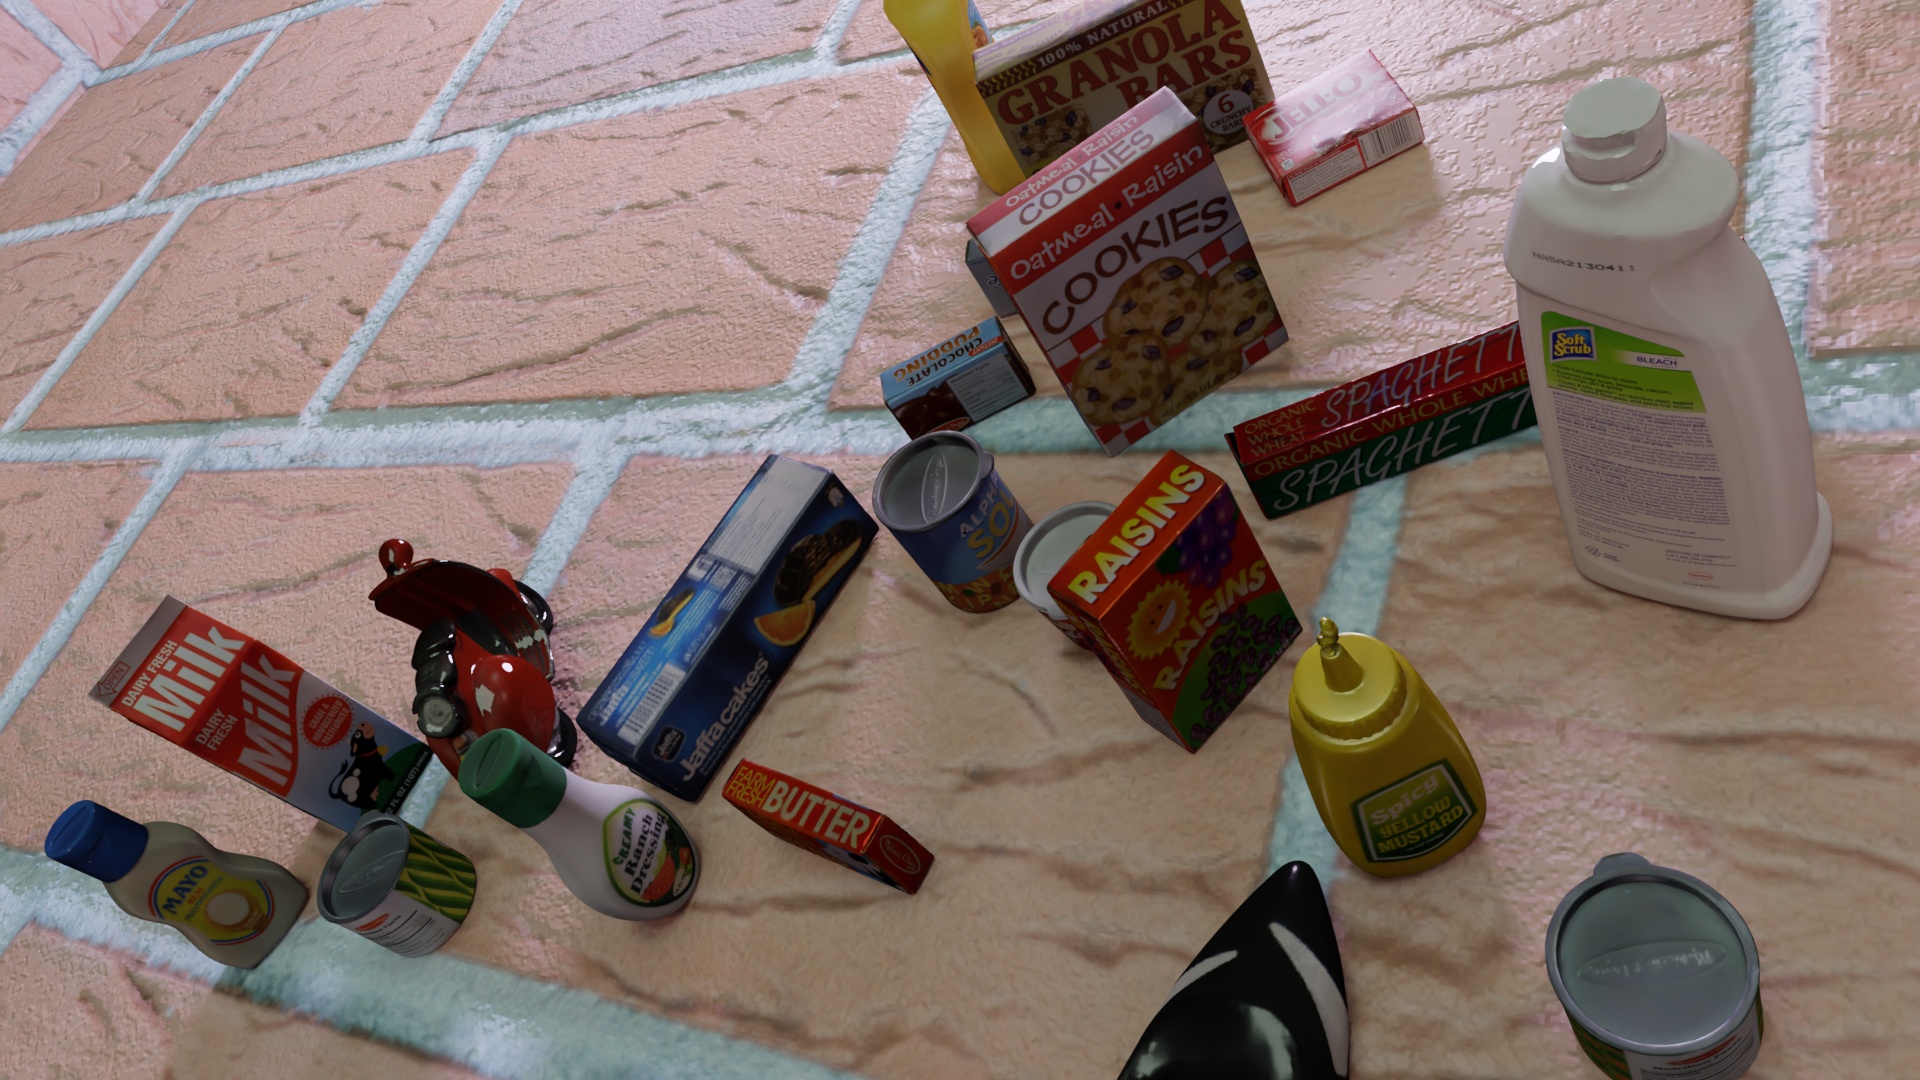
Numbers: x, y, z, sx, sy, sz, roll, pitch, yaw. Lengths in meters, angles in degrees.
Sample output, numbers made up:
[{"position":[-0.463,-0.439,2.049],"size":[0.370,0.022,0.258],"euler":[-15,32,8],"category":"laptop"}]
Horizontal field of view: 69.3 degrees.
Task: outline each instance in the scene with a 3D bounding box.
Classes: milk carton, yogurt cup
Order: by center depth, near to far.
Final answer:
[{"position":[0.068,0.021,0.714],"size":[0.072,0.053,0.073],"euler":[-17,49,20],"category":"yogurt cup"},{"position":[-0.428,0.110,0.851],"size":[0.073,0.190,0.072],"euler":[9,61,36],"category":"milk carton"}]

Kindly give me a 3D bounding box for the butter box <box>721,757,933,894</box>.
[{"position":[-0.068,0.144,0.700],"size":[0.103,0.053,0.024],"euler":[13,63,38],"category":"butter box"}]

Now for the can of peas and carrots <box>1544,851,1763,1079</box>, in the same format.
[{"position":[0.246,0.155,0.494],"size":[0.071,0.058,0.071],"euler":[-17,49,20],"category":"can of peas and carrots"}]

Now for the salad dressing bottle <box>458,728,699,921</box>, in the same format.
[{"position":[-0.192,0.146,0.708],"size":[0.044,0.147,0.064],"euler":[-5,53,29],"category":"salad dressing bottle"}]

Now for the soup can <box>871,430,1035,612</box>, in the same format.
[{"position":[0.003,-0.009,0.757],"size":[0.071,0.083,0.072],"euler":[-17,49,20],"category":"soup can"}]

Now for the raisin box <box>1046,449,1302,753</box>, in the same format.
[{"position":[0.101,0.030,0.637],"size":[0.086,0.123,0.040],"euler":[-46,45,-8],"category":"raisin box"}]

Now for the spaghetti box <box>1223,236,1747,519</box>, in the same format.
[{"position":[0.256,-0.075,0.677],"size":[0.250,0.050,0.029],"euler":[-21,47,16],"category":"spaghetti box"}]

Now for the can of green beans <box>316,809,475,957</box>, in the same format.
[{"position":[-0.328,0.202,0.810],"size":[0.071,0.057,0.071],"euler":[-17,49,20],"category":"can of green beans"}]

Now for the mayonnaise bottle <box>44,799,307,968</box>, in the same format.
[{"position":[-0.470,0.203,0.833],"size":[0.041,0.147,0.065],"euler":[18,67,40],"category":"mayonnaise bottle"}]

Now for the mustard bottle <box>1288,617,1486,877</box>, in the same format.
[{"position":[0.159,0.078,0.538],"size":[0.065,0.159,0.049],"euler":[-30,45,8],"category":"mustard bottle"}]

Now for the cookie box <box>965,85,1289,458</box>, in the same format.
[{"position":[0.093,-0.138,0.745],"size":[0.123,0.167,0.040],"euler":[-34,45,4],"category":"cookie box"}]

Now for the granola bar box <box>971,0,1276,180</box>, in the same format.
[{"position":[0.107,-0.290,0.888],"size":[0.165,0.124,0.039],"euler":[-21,47,17],"category":"granola bar box"}]

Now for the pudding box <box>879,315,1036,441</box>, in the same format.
[{"position":[-0.002,-0.096,0.854],"size":[0.083,0.049,0.030],"euler":[-26,46,11],"category":"pudding box"}]

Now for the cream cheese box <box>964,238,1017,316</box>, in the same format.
[{"position":[0.061,-0.179,0.878],"size":[0.103,0.053,0.024],"euler":[-13,50,23],"category":"cream cheese box"}]
